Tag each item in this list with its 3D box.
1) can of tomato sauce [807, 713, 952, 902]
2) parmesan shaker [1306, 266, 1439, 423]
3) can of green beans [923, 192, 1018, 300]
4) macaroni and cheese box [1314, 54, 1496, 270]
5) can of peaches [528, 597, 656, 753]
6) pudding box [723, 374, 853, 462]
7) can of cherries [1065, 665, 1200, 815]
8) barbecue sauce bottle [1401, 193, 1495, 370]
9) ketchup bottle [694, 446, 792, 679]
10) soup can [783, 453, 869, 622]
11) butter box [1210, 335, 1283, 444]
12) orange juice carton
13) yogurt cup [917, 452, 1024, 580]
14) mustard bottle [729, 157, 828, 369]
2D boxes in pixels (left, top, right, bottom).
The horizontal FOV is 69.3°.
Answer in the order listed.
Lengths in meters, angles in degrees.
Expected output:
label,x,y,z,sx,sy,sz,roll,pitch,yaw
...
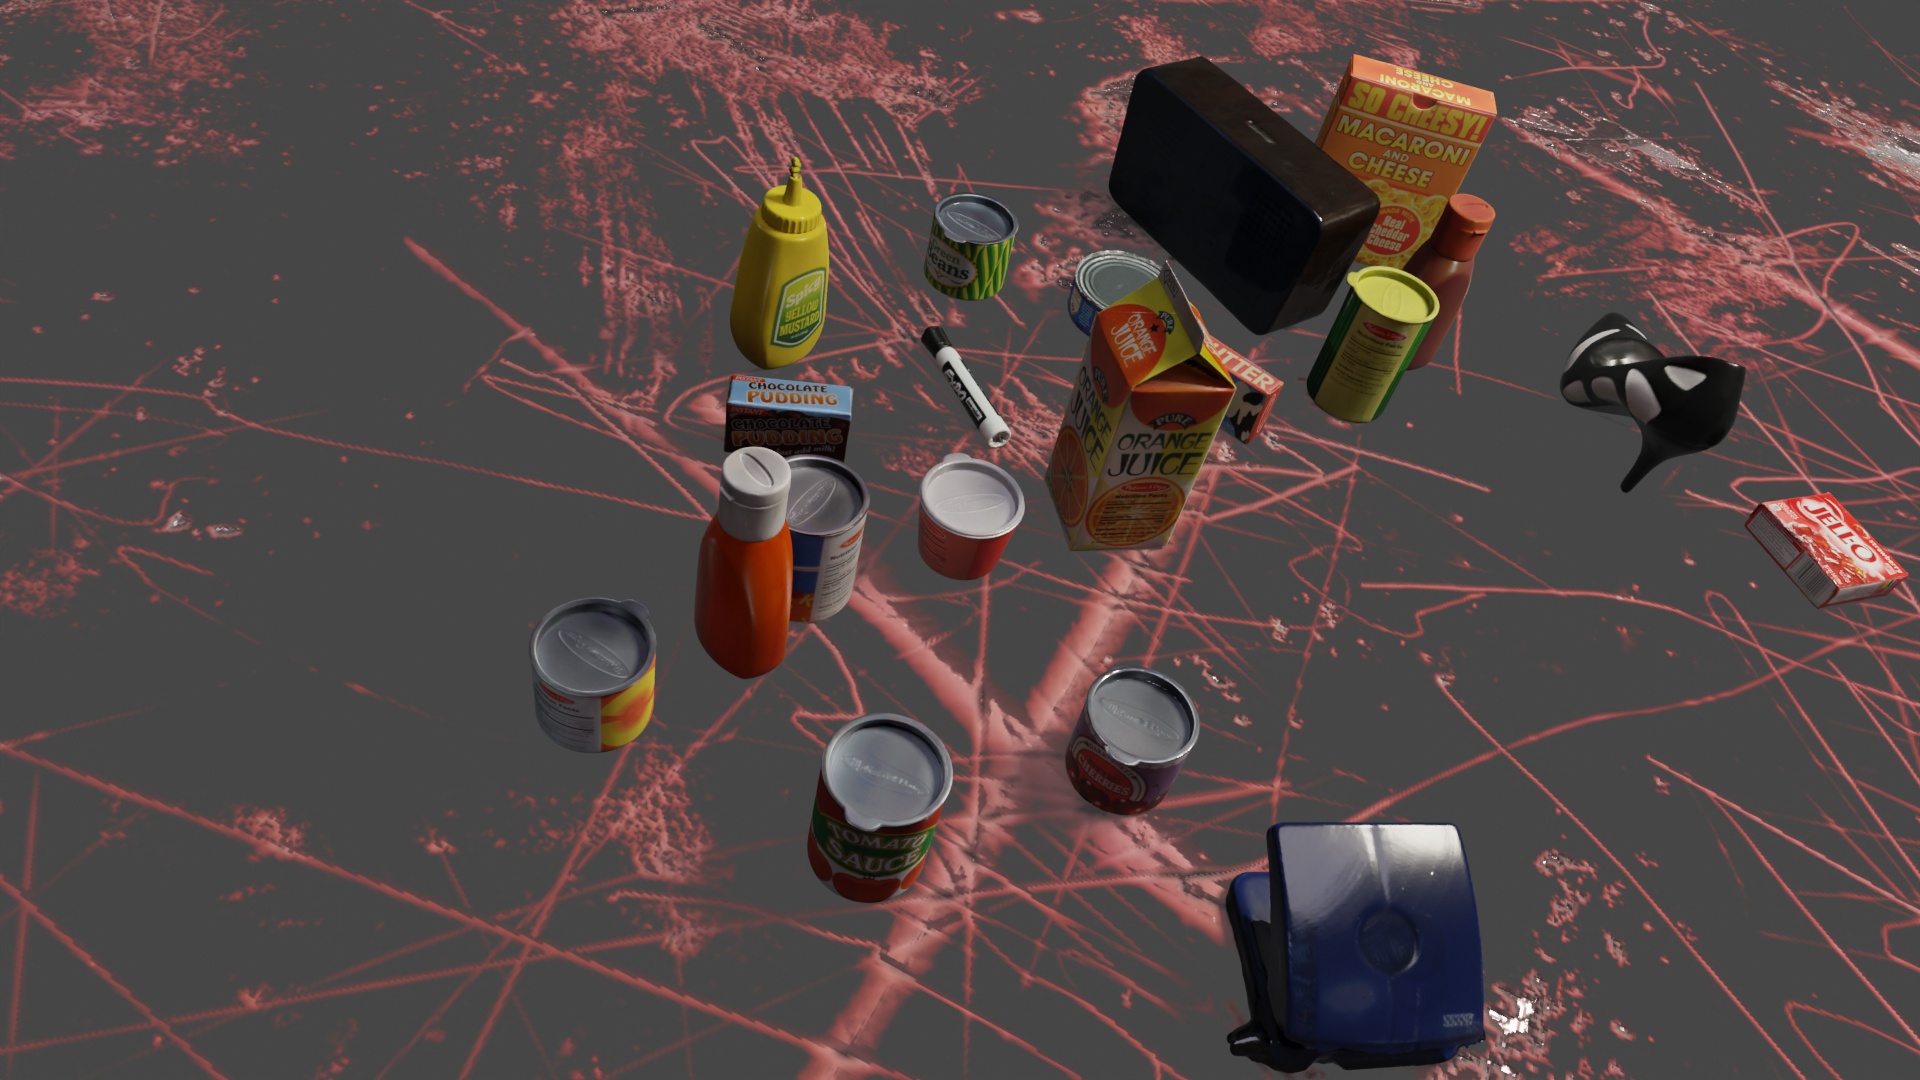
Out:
label,x,y,z,sx,sy,sz,roll,pitch,yaw
can of tomato sauce,-0.044,0.142,0.725,0.071,0.082,0.071,7,47,-8
parmesan shaker,0.312,-0.150,1.066,0.071,0.102,0.072,7,47,-8
can of green beans,0.007,-0.231,1.096,0.071,0.057,0.071,7,47,-8
macaroni and cheese box,0.362,-0.316,1.186,0.124,0.165,0.040,15,47,0
can of peaches,-0.200,0.074,0.766,0.071,0.057,0.071,7,47,-8
pudding box,-0.116,-0.082,0.934,0.084,0.049,0.030,6,47,-9
can of cherries,0.096,0.117,0.799,0.071,0.058,0.072,7,47,-8
barbecue sauce bottle,0.372,-0.202,1.097,0.065,0.147,0.044,-8,51,-21
ketchup bottle,-0.120,0.012,0.780,0.044,0.148,0.065,-26,59,-32
soup can,-0.095,-0.002,0.843,0.071,0.083,0.072,7,47,-8
butter box,0.187,-0.122,1.044,0.103,0.052,0.024,37,51,20
orange juice carton,0.117,-0.082,0.894,0.073,0.191,0.072,-3,49,-16
yogurt cup,0.003,-0.011,0.897,0.072,0.053,0.073,7,47,-8
mustard bottle,-0.122,-0.192,0.958,0.049,0.159,0.065,41,52,22
